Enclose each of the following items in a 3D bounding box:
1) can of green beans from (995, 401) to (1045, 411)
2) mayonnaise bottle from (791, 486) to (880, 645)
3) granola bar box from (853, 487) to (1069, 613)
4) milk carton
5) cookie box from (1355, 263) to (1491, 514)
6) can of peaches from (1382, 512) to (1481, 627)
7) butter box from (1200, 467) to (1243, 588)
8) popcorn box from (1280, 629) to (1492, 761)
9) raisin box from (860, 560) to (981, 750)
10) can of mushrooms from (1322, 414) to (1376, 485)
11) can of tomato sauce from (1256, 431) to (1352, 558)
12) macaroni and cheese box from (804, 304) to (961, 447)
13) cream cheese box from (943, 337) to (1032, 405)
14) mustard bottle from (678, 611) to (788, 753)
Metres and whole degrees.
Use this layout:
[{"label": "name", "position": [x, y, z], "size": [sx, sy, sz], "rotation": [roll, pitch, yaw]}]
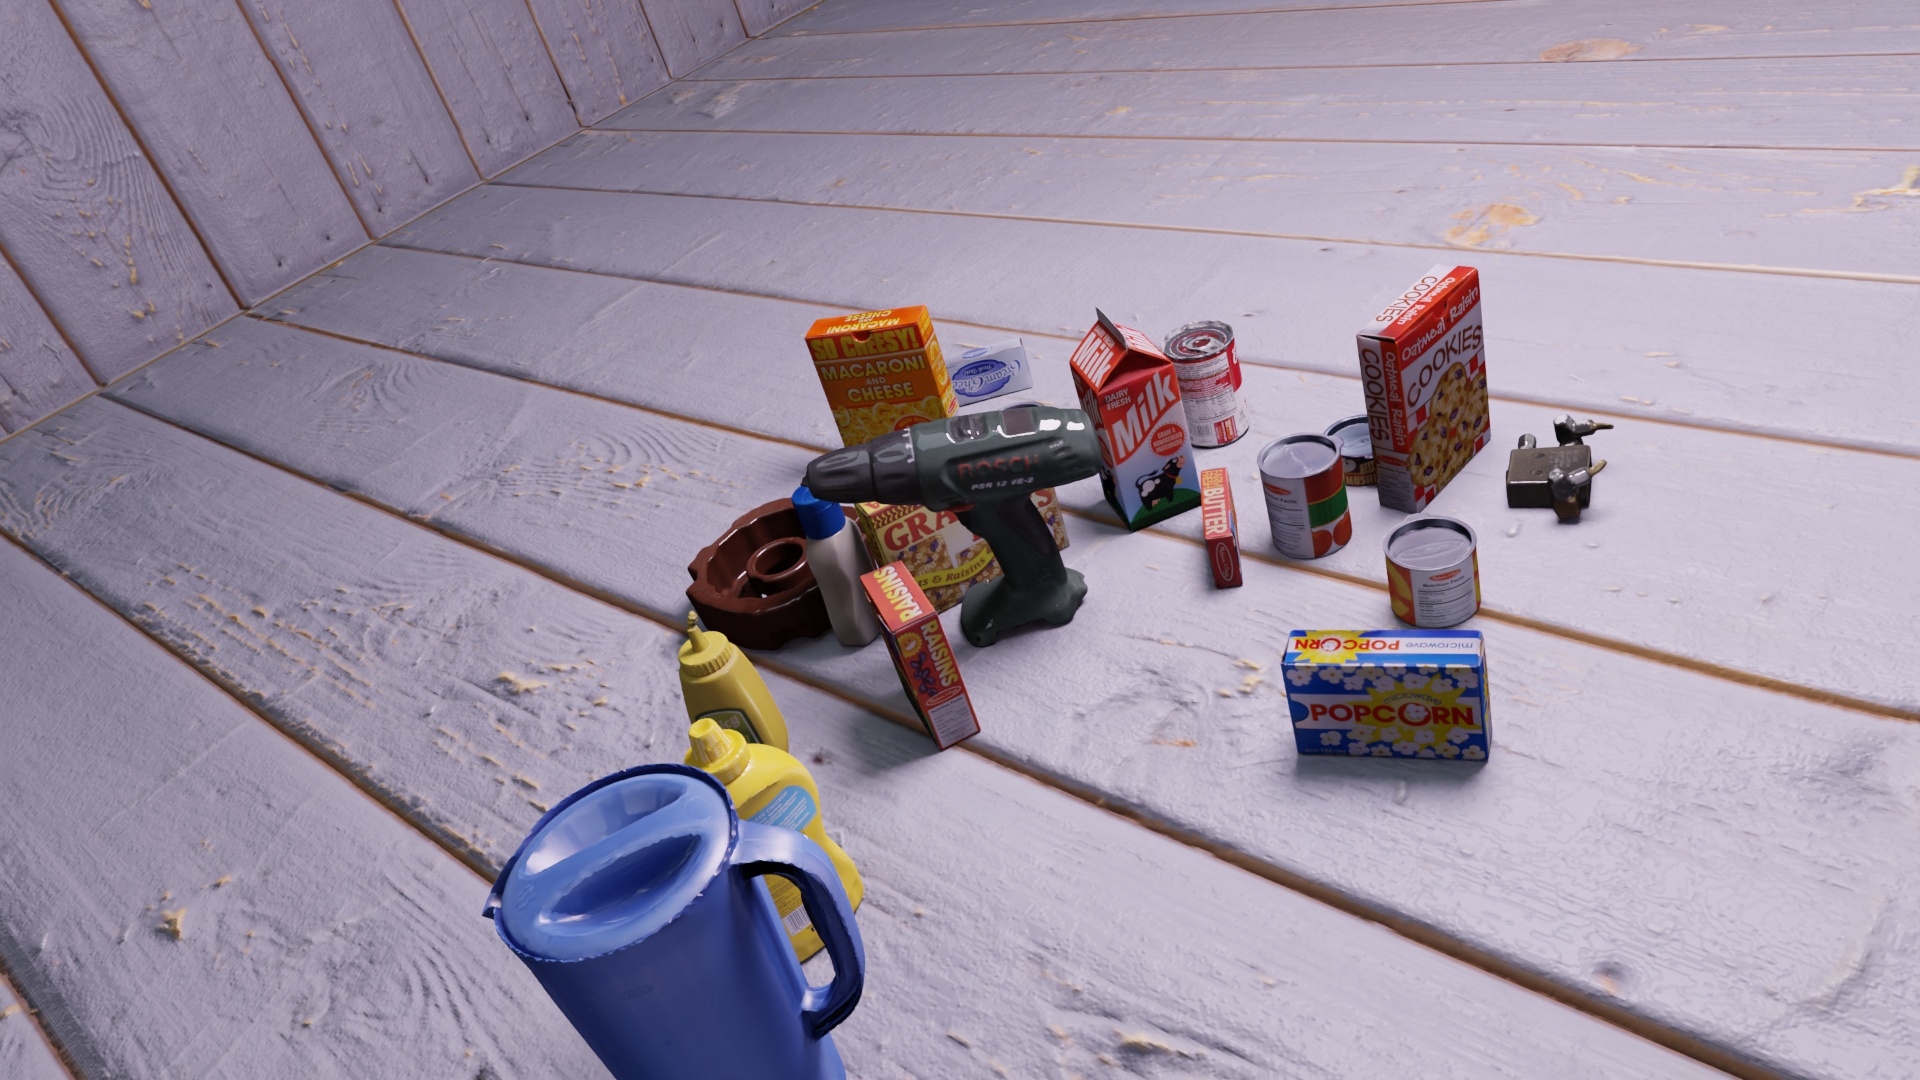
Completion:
[{"label": "can of green beans", "position": [0.061, -0.094, 1.352], "size": [0.071, 0.057, 0.071], "rotation": [-13, 33, 9]}, {"label": "mayonnaise bottle", "position": [-0.104, 0.017, 1.188], "size": [0.041, 0.147, 0.065], "rotation": [-4, 36, 22]}, {"label": "granola bar box", "position": [0.004, -0.015, 1.204], "size": [0.166, 0.123, 0.039], "rotation": [-27, 34, -13]}, {"label": "milk carton", "position": [0.150, -0.110, 1.211], "size": [0.073, 0.189, 0.072], "rotation": [-22, 33, -5]}, {"label": "cookie box", "position": [0.383, -0.124, 1.138], "size": [0.123, 0.166, 0.040], "rotation": [-39, 38, -28]}, {"label": "can of peaches", "position": [0.353, 0.022, 1.039], "size": [0.071, 0.057, 0.071], "rotation": [-13, 33, 9]}, {"label": "butter box", "position": [0.218, -0.012, 1.160], "size": [0.024, 0.053, 0.104], "rotation": [-10, 34, 14]}, {"label": "popcorn box", "position": [0.286, 0.103, 0.929], "size": [0.126, 0.085, 0.038], "rotation": [-2, 37, 24]}, {"label": "raisin box", "position": [-0.032, 0.088, 1.072], "size": [0.040, 0.122, 0.086], "rotation": [-24, 33, -8]}, {"label": "can of mushrooms", "position": [0.351, -0.078, 1.209], "size": [0.071, 0.033, 0.071], "rotation": [-13, 33, 9]}, {"label": "can of tomato sauce", "position": [0.284, -0.038, 1.137], "size": [0.071, 0.082, 0.071], "rotation": [-13, 33, 9]}, {"label": "macaroni and cheese box", "position": [-0.071, -0.148, 1.397], "size": [0.123, 0.165, 0.040], "rotation": [-5, 35, 21]}, {"label": "cream cheese box", "position": [0.023, -0.180, 1.501], "size": [0.104, 0.053, 0.024], "rotation": [-15, 33, 6]}, {"label": "mustard bottle", "position": [-0.182, 0.120, 1.066], "size": [0.065, 0.159, 0.049], "rotation": [-12, 33, 10]}]
